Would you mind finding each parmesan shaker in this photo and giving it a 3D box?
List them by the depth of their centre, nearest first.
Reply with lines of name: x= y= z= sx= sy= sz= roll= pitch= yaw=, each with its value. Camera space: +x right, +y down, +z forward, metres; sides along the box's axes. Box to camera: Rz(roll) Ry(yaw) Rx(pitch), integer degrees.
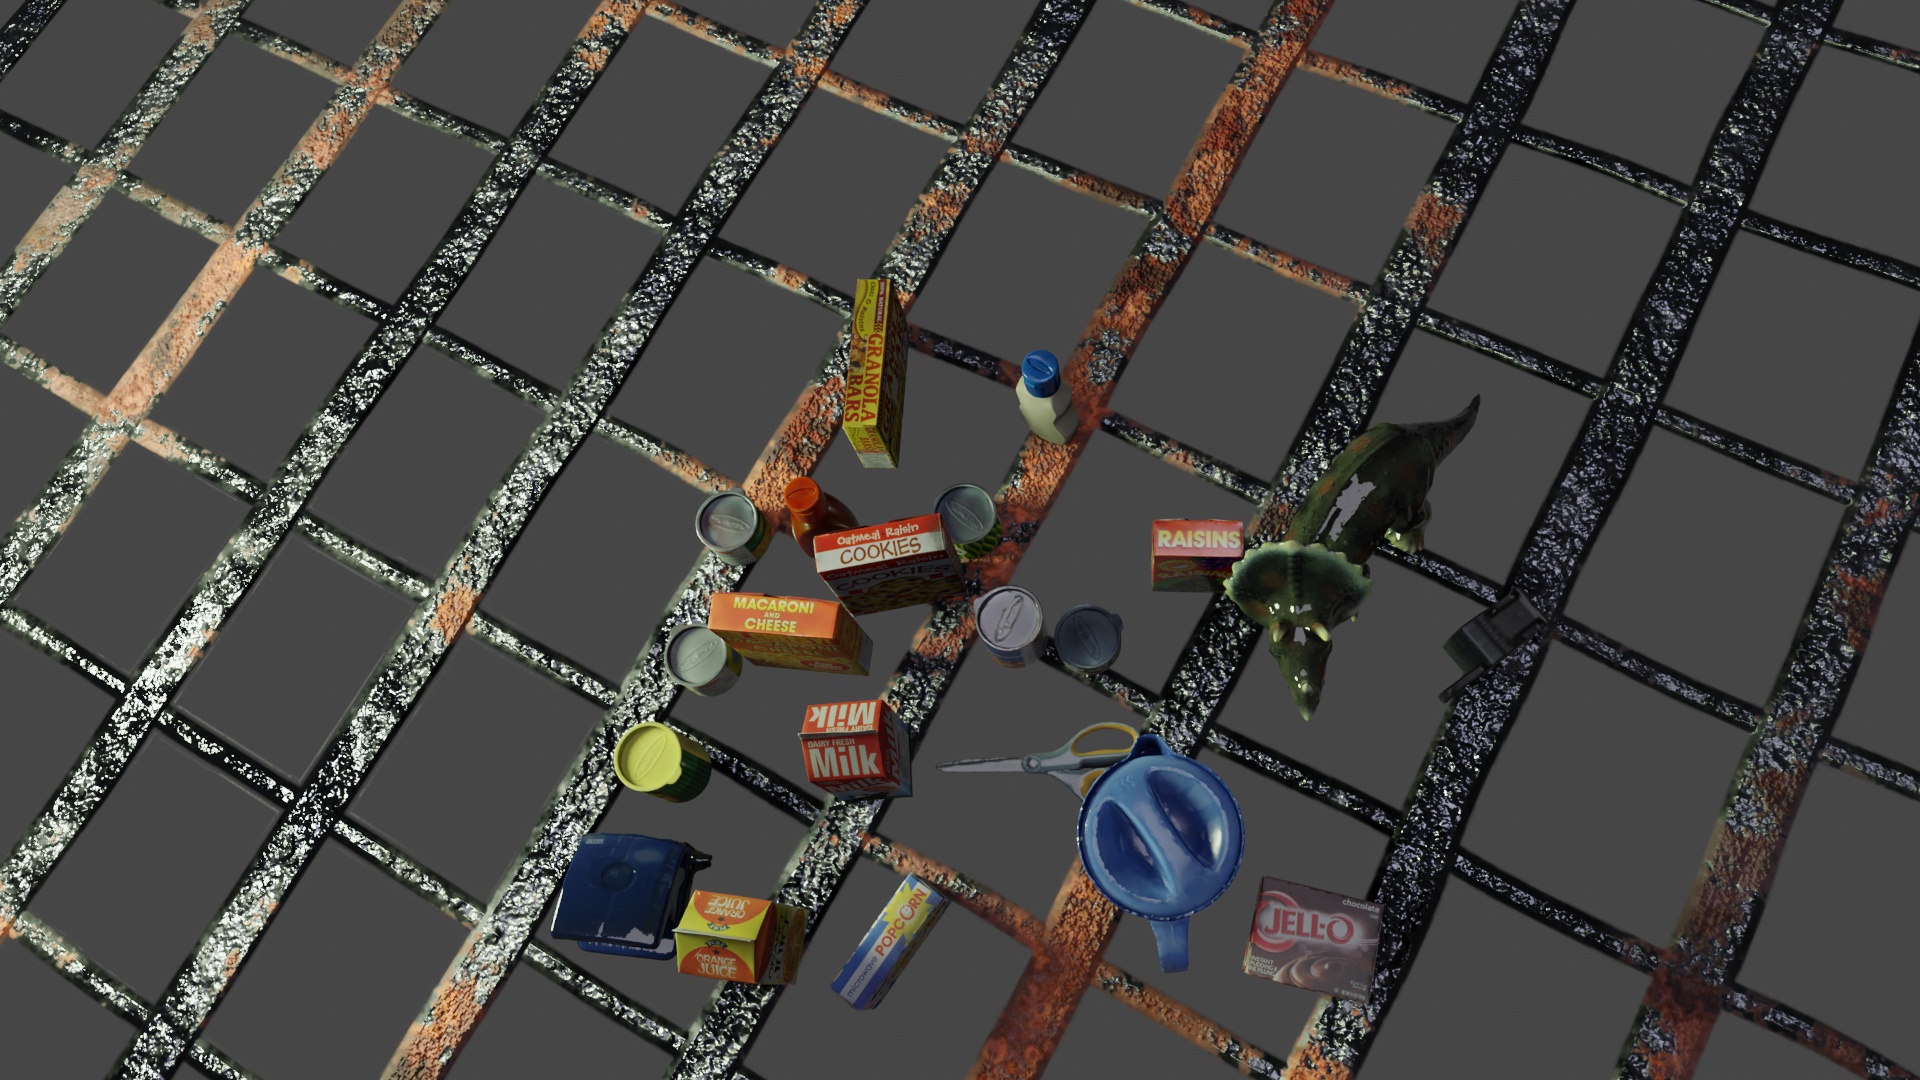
parmesan shaker: x=-0.288 y=0.222 z=1.364 sx=0.071 sy=0.103 sz=0.071 roll=-2 pitch=72 yaw=7

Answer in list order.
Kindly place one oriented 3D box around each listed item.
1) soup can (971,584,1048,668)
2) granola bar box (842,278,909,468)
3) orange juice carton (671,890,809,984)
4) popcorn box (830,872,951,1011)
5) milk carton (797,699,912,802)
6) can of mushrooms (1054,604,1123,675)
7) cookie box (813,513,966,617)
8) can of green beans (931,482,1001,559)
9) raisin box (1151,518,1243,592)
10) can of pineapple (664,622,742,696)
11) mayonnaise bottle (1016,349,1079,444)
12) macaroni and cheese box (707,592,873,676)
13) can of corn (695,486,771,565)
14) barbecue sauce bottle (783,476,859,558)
soup can: x=0.049 y=0.085 z=1.376 sx=0.071 sy=0.083 sz=0.071 roll=-2 pitch=72 yaw=7
granola bar box: x=-0.086 y=-0.173 z=1.457 sx=0.039 sy=0.124 sz=0.166 roll=1 pitch=72 yaw=8
orange juice carton: x=-0.198 y=0.361 z=1.259 sx=0.072 sy=0.192 sz=0.073 roll=6 pitch=73 yaw=9
popcorn box: x=-0.063 y=0.375 z=1.294 sx=0.038 sy=0.085 sz=0.127 roll=33 pitch=79 yaw=16
milk carton: x=-0.096 y=0.196 z=1.302 sx=0.072 sy=0.190 sz=0.073 roll=-5 pitch=72 yaw=6
can of mushrooms: x=0.130 y=0.099 z=1.388 sx=0.071 sy=0.033 sz=0.071 roll=-2 pitch=72 yaw=7
cookie box: x=-0.066 y=0.025 z=1.366 sx=0.123 sy=0.167 sz=0.040 roll=-11 pitch=71 yaw=4
can of green beans: x=0.007 y=-0.019 z=1.430 sx=0.071 sy=0.057 sz=0.071 roll=-2 pitch=72 yaw=7
raisin box: x=0.230 y=0.016 z=1.355 sx=0.086 sy=0.123 sz=0.040 roll=1 pitch=73 yaw=8
can of pineapple: x=-0.262 y=0.121 z=1.418 sx=0.071 sy=0.057 sz=0.071 roll=-2 pitch=72 yaw=7
mayonnaise bottle: x=0.087 y=-0.147 z=1.414 sx=0.065 sy=0.147 sz=0.041 roll=32 pitch=79 yaw=16
macaroni and cheese box: x=-0.163 y=0.092 z=1.357 sx=0.124 sy=0.166 sz=0.040 roll=4 pitch=73 yaw=9
can of corn: x=-0.236 y=-0.014 z=1.459 sx=0.071 sy=0.058 sz=0.071 roll=-2 pitch=72 yaw=7
barbecue sauce bottle: x=-0.143 y=-0.022 z=1.402 sx=0.065 sy=0.148 sz=0.044 roll=-14 pitch=71 yaw=3
